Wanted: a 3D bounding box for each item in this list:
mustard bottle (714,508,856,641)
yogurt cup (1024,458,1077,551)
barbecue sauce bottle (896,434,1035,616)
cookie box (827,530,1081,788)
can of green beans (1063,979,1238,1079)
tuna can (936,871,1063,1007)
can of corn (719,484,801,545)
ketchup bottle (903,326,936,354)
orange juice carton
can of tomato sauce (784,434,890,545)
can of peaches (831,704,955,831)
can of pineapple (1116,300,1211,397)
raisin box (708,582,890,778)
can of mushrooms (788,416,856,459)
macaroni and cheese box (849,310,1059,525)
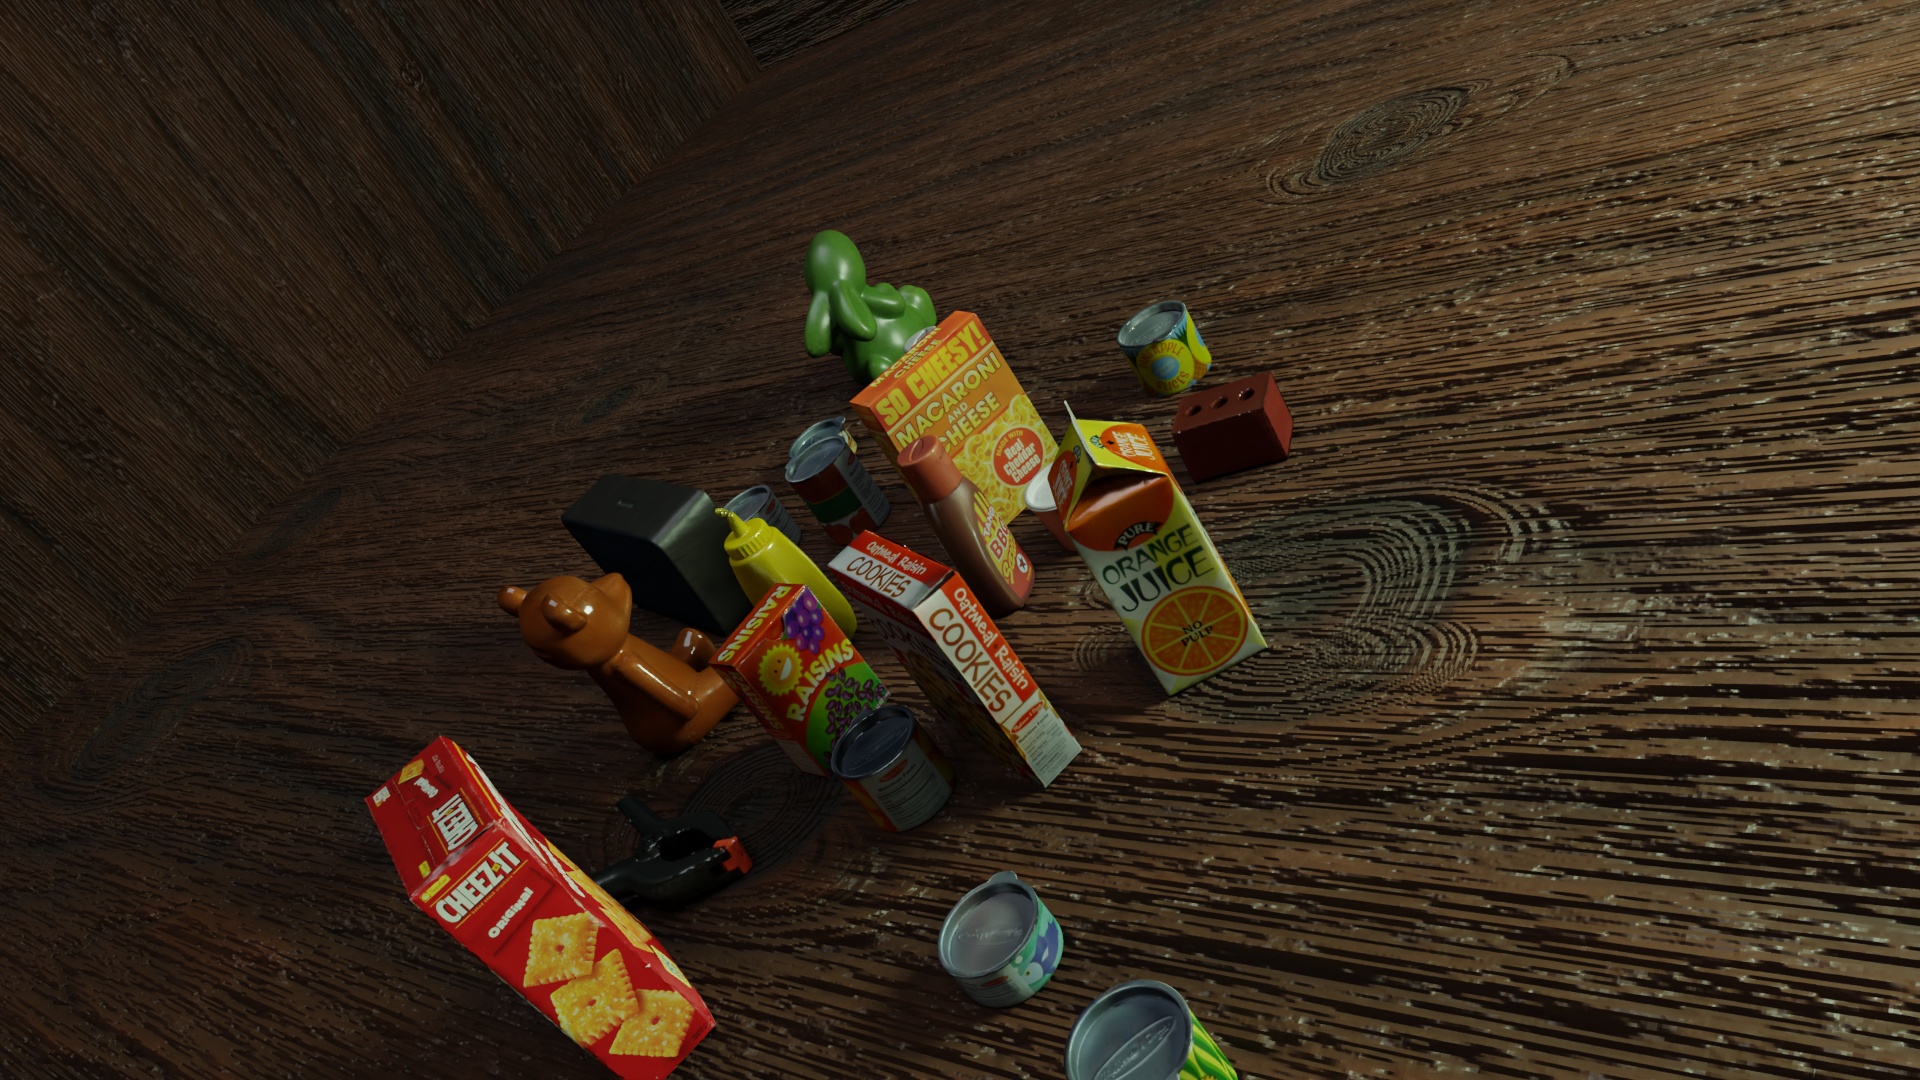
[{"bbox_3d":[-0.149,0.029,1.141,0.065,0.159,0.049,-11,36,37],"label":"mustard bottle"},{"bbox_3d":[0.092,-0.028,1.091,0.072,0.053,0.073,-26,29,16],"label":"yogurt cup"},{"bbox_3d":[0.004,-0.013,1.060,0.043,0.148,0.065,-20,31,26],"label":"barbecue sauce bottle"},{"bbox_3d":[-0.004,0.075,0.912,0.040,0.167,0.123,-43,29,-15],"label":"cookie box"},{"bbox_3d":[0.091,0.252,0.655,0.071,0.057,0.071,-26,29,16],"label":"can of green beans"},{"bbox_3d":[0.024,0.227,0.791,0.071,0.032,0.071,-25,29,16],"label":"tuna can"},{"bbox_3d":[-0.200,-0.011,1.364,0.071,0.058,0.071,-26,29,16],"label":"can of corn"},{"bbox_3d":[0.002,-0.119,1.225,0.043,0.148,0.065,-17,33,29],"label":"ketchup bottle"},{"bbox_3d":[0.115,-0.001,0.878,0.073,0.192,0.072,-29,29,10],"label":"orange juice carton"},{"bbox_3d":[-0.116,-0.046,1.304,0.071,0.083,0.071,-26,29,16],"label":"can of tomato sauce"},{"bbox_3d":[-0.046,0.154,0.948,0.071,0.058,0.071,-26,29,16],"label":"can of peaches"},{"bbox_3d":[0.177,-0.165,1.208,0.071,0.057,0.071,-26,29,16],"label":"can of pineapple"},{"bbox_3d":[-0.118,0.103,1.033,0.040,0.123,0.086,1,44,48],"label":"raisin box"},{"bbox_3d":[-0.142,-0.097,1.462,0.071,0.033,0.071,-25,29,16],"label":"can of mushrooms"},{"bbox_3d":[0.001,-0.088,1.159,0.124,0.166,0.040,-43,29,-16],"label":"macaroni and cheese box"}]
